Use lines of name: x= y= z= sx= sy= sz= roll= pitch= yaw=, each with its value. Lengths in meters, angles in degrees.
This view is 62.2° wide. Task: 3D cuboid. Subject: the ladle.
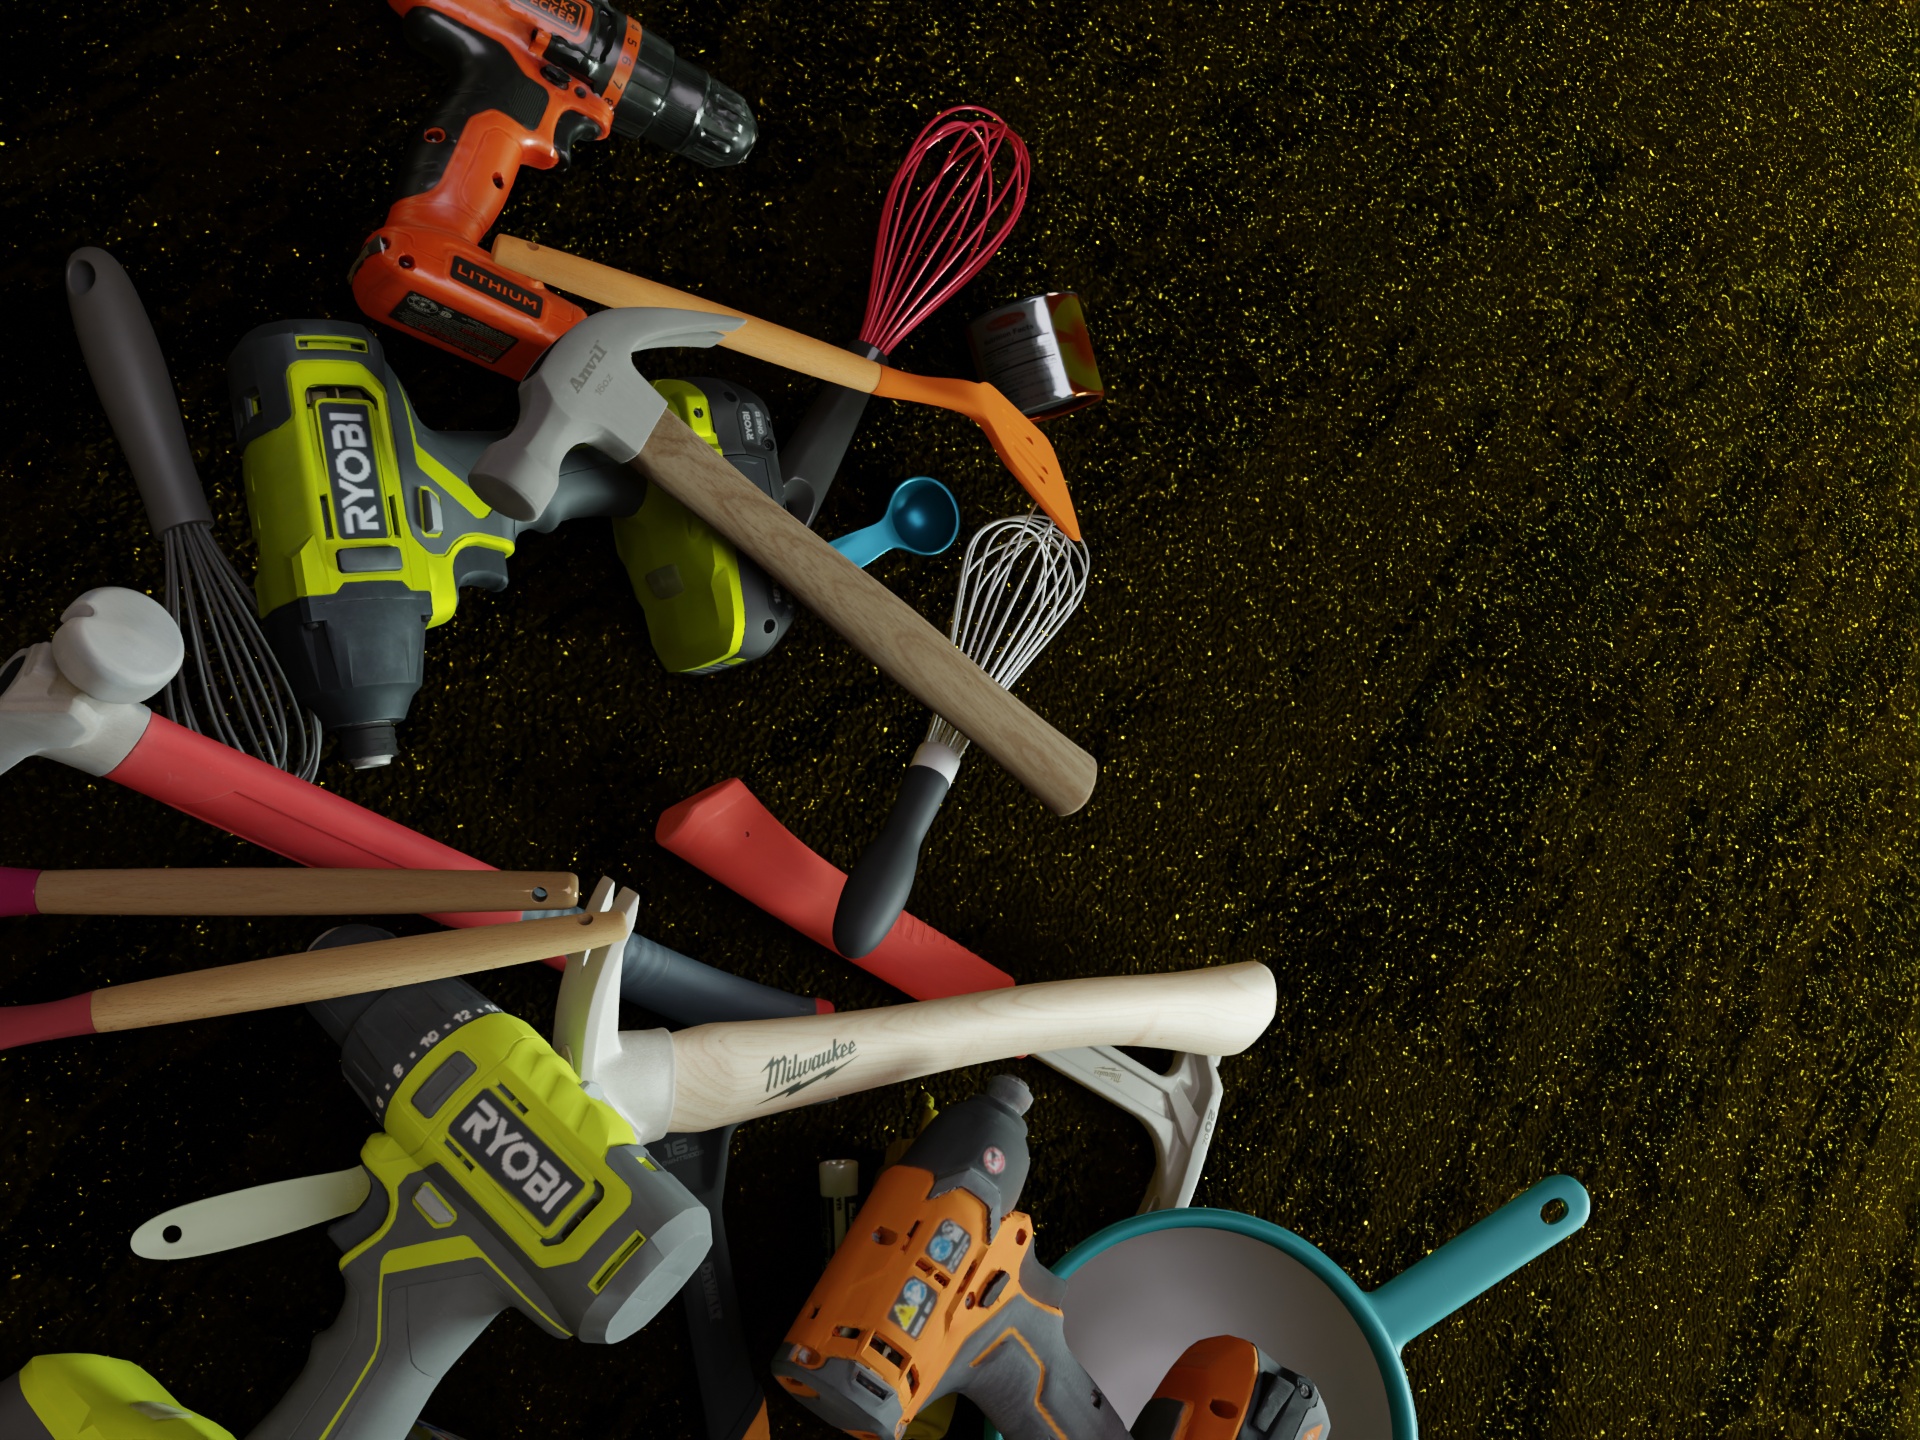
ladle: x=-0.277 y=0.100 z=0.563 sx=0.315 sy=0.069 sz=0.031 roll=-8 pitch=130 yaw=-15

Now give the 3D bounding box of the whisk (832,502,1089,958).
whisk: x=-0.001 y=-0.002 z=0.805 sx=0.070 sy=0.070 sz=0.285 roll=39 pitch=57 yaw=-23

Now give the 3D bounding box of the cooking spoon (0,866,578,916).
cooking spoon: x=-0.300 y=0.062 z=0.569 sx=0.319 sy=0.017 sz=0.069 roll=1 pitch=91 yaw=-11

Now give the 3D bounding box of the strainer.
strainer: x=0.168 y=0.326 z=0.815 sx=0.340 sy=0.095 sz=0.211 roll=-27 pitch=78 yaw=-13

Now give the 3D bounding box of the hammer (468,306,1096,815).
hammer: x=-0.053 y=-0.059 z=0.717 sx=0.331 sy=0.031 sz=0.130 roll=39 pitch=62 yaw=-29

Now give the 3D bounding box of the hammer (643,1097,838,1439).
hammer: x=-0.091 y=0.339 z=0.720 sx=0.127 sy=0.034 sz=0.337 roll=-8 pitch=87 yaw=-34

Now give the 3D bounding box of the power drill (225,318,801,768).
power drill: x=-0.184 y=-0.075 z=0.680 sx=0.223 sy=0.080 sz=0.171 roll=-8 pitch=86 yaw=-43

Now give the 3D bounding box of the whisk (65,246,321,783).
whisk: x=-0.313 y=-0.076 z=0.636 sx=0.055 sy=0.055 sz=0.239 roll=-18 pitch=88 yaw=-35

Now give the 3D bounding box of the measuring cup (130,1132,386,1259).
measuring cup: x=-0.243 y=0.187 z=0.647 sx=0.167 sy=0.038 sz=0.083 roll=-10 pitch=89 yaw=-19

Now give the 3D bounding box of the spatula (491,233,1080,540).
spatula: x=-0.067 y=-0.164 z=0.763 sx=0.322 sy=0.041 sz=0.081 roll=13 pitch=45 yaw=-30

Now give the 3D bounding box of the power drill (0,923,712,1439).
power drill: x=-0.229 y=0.202 z=0.572 sx=0.191 sy=0.080 sz=0.228 roll=38 pitch=75 yaw=18

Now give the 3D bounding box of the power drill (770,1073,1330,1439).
power drill: x=0.048 y=0.274 z=0.696 sx=0.226 sy=0.084 sz=0.164 roll=39 pitch=59 yaw=-9

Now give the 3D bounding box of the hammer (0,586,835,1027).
hammer: x=-0.208 y=0.081 z=0.659 sx=0.385 sy=0.143 sz=0.038 roll=34 pitch=37 yaw=-37

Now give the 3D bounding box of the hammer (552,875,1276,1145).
hammer: x=0.005 y=0.137 z=0.750 sx=0.410 sy=0.038 sz=0.146 roll=1 pitch=100 yaw=-39

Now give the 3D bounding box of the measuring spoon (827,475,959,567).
measuring spoon: x=-0.057 y=-0.088 z=0.829 sx=0.128 sy=0.021 sz=0.042 roll=-30 pitch=100 yaw=-25

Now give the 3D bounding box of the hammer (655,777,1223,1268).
hammer: x=-0.003 y=0.144 z=0.811 sx=0.358 sy=0.037 sz=0.149 roll=35 pitch=65 yaw=-25

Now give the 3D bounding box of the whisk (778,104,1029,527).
whisk: x=-0.039 y=-0.207 z=0.836 sx=0.073 sy=0.073 sz=0.296 roll=35 pitch=71 yaw=-25
